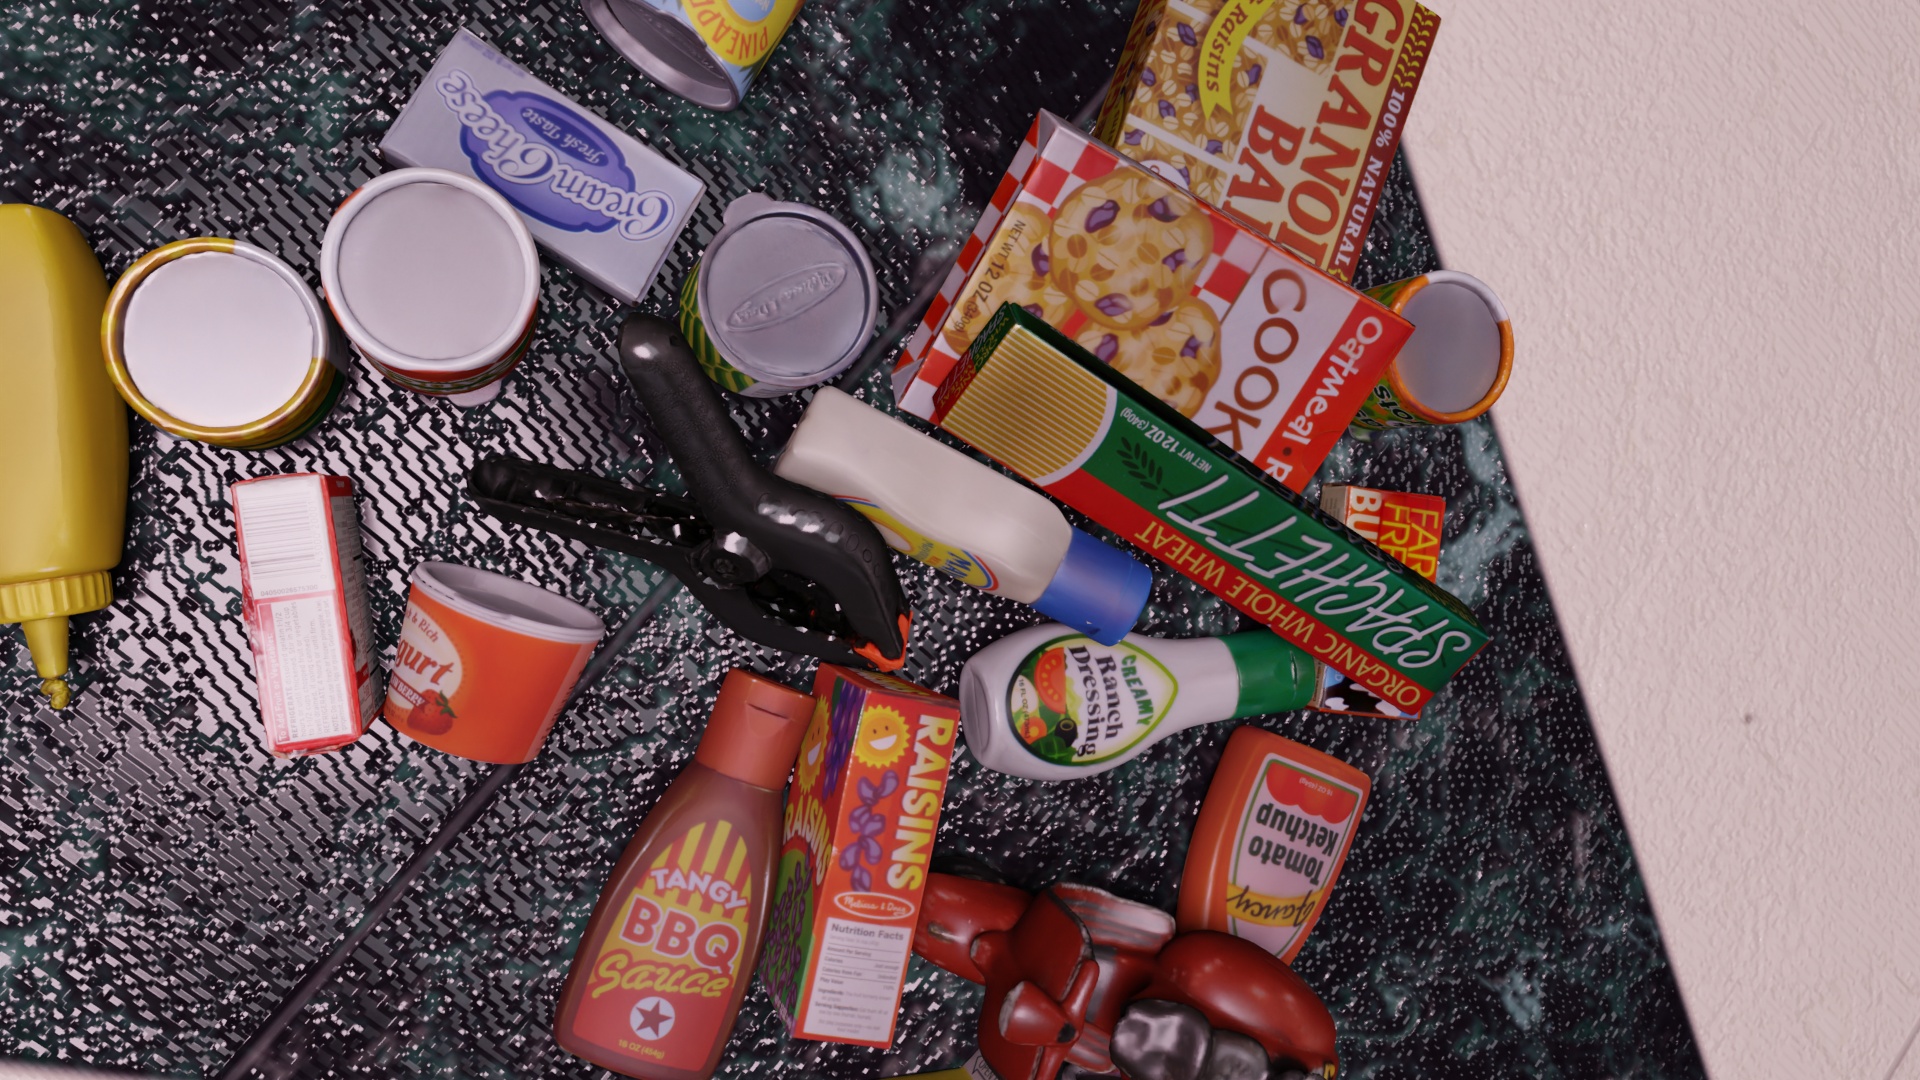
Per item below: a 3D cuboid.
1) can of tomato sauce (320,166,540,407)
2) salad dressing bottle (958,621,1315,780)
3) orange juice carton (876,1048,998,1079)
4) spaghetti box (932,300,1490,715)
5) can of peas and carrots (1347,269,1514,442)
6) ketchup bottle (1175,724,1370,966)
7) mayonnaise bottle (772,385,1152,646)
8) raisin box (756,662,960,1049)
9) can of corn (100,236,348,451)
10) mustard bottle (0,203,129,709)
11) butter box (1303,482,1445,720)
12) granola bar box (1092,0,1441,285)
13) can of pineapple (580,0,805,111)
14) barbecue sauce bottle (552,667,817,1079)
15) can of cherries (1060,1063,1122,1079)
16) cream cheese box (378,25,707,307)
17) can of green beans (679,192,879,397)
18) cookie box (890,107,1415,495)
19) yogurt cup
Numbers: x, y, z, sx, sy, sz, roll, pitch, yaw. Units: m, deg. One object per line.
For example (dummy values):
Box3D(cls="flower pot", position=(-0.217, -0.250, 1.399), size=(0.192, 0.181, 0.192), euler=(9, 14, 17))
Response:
Box3D(cls="can of tomato sauce", position=(-0.177, -0.083, 0.472), size=(0.071, 0.083, 0.071), euler=(0, 91, -18))
Box3D(cls="salad dressing bottle", position=(0.075, 0.062, 0.579), size=(0.148, 0.044, 0.064), euler=(-6, 85, -19))
Box3D(cls="orange juice carton", position=(-0.039, 0.285, 0.529), size=(0.073, 0.072, 0.193), euler=(43, 78, -15))
Box3D(cls="spaghetti box", position=(0.105, -0.007, 0.551), size=(0.250, 0.029, 0.050), euler=(31, 112, -19))
Box3D(cls="can of peas and carrots", position=(0.197, -0.080, 0.611), size=(0.071, 0.058, 0.071), euler=(0, 91, -18))
Box3D(cls="ketchup bottle", position=(0.121, 0.158, 0.596), size=(0.065, 0.043, 0.149), euler=(24, 84, -14))
Box3D(cls="mayonnaise bottle", position=(0.002, -0.007, 0.535), size=(0.148, 0.064, 0.041), euler=(27, 73, -9))
Box3D(cls="raisin box", position=(-0.040, 0.112, 0.519), size=(0.040, 0.086, 0.123), euler=(13, 87, -16))
Box3D(cls="can of corn", position=(-0.245, -0.062, 0.463), size=(0.071, 0.058, 0.071), euler=(0, 91, -18))
Box3D(cls="mustard bottle", position=(-0.305, -0.024, 0.448), size=(0.065, 0.049, 0.160), euler=(-7, 94, -8))
Box3D(cls="butter box", position=(0.185, 0.027, 0.625), size=(0.053, 0.024, 0.103), euler=(8, 88, -18))
Box3D(cls="granola bar box", position=(0.124, -0.175, 0.595), size=(0.124, 0.039, 0.165), euler=(21, 84, -18))
Box3D(cls="can of pineapple", position=(-0.094, -0.200, 0.507), size=(0.071, 0.071, 0.058), euler=(33, 81, -16))
Box3D(cls="barbecue sauce bottle", position=(-0.097, 0.123, 0.522), size=(0.065, 0.043, 0.148), euler=(22, 83, -11))
Box3D(cls="can of cherries", position=(0.071, 0.253, 0.568), size=(0.071, 0.071, 0.058), euler=(14, 86, -18))
Box3D(cls="cream cheese box", position=(-0.152, -0.136, 0.511), size=(0.104, 0.024, 0.053), euler=(31, 82, -16))
Box3D(cls="can of green beans", position=(-0.069, -0.088, 0.522), size=(0.071, 0.058, 0.071), euler=(0, 91, -18))
Box3D(cls="cookie box", position=(0.075, -0.074, 0.554), size=(0.167, 0.040, 0.122), euler=(25, 110, -17))
Box3D(cls="yogurt cup", position=(-0.166, 0.044, 0.489), size=(0.072, 0.072, 0.054), euler=(20, 93, -18))
